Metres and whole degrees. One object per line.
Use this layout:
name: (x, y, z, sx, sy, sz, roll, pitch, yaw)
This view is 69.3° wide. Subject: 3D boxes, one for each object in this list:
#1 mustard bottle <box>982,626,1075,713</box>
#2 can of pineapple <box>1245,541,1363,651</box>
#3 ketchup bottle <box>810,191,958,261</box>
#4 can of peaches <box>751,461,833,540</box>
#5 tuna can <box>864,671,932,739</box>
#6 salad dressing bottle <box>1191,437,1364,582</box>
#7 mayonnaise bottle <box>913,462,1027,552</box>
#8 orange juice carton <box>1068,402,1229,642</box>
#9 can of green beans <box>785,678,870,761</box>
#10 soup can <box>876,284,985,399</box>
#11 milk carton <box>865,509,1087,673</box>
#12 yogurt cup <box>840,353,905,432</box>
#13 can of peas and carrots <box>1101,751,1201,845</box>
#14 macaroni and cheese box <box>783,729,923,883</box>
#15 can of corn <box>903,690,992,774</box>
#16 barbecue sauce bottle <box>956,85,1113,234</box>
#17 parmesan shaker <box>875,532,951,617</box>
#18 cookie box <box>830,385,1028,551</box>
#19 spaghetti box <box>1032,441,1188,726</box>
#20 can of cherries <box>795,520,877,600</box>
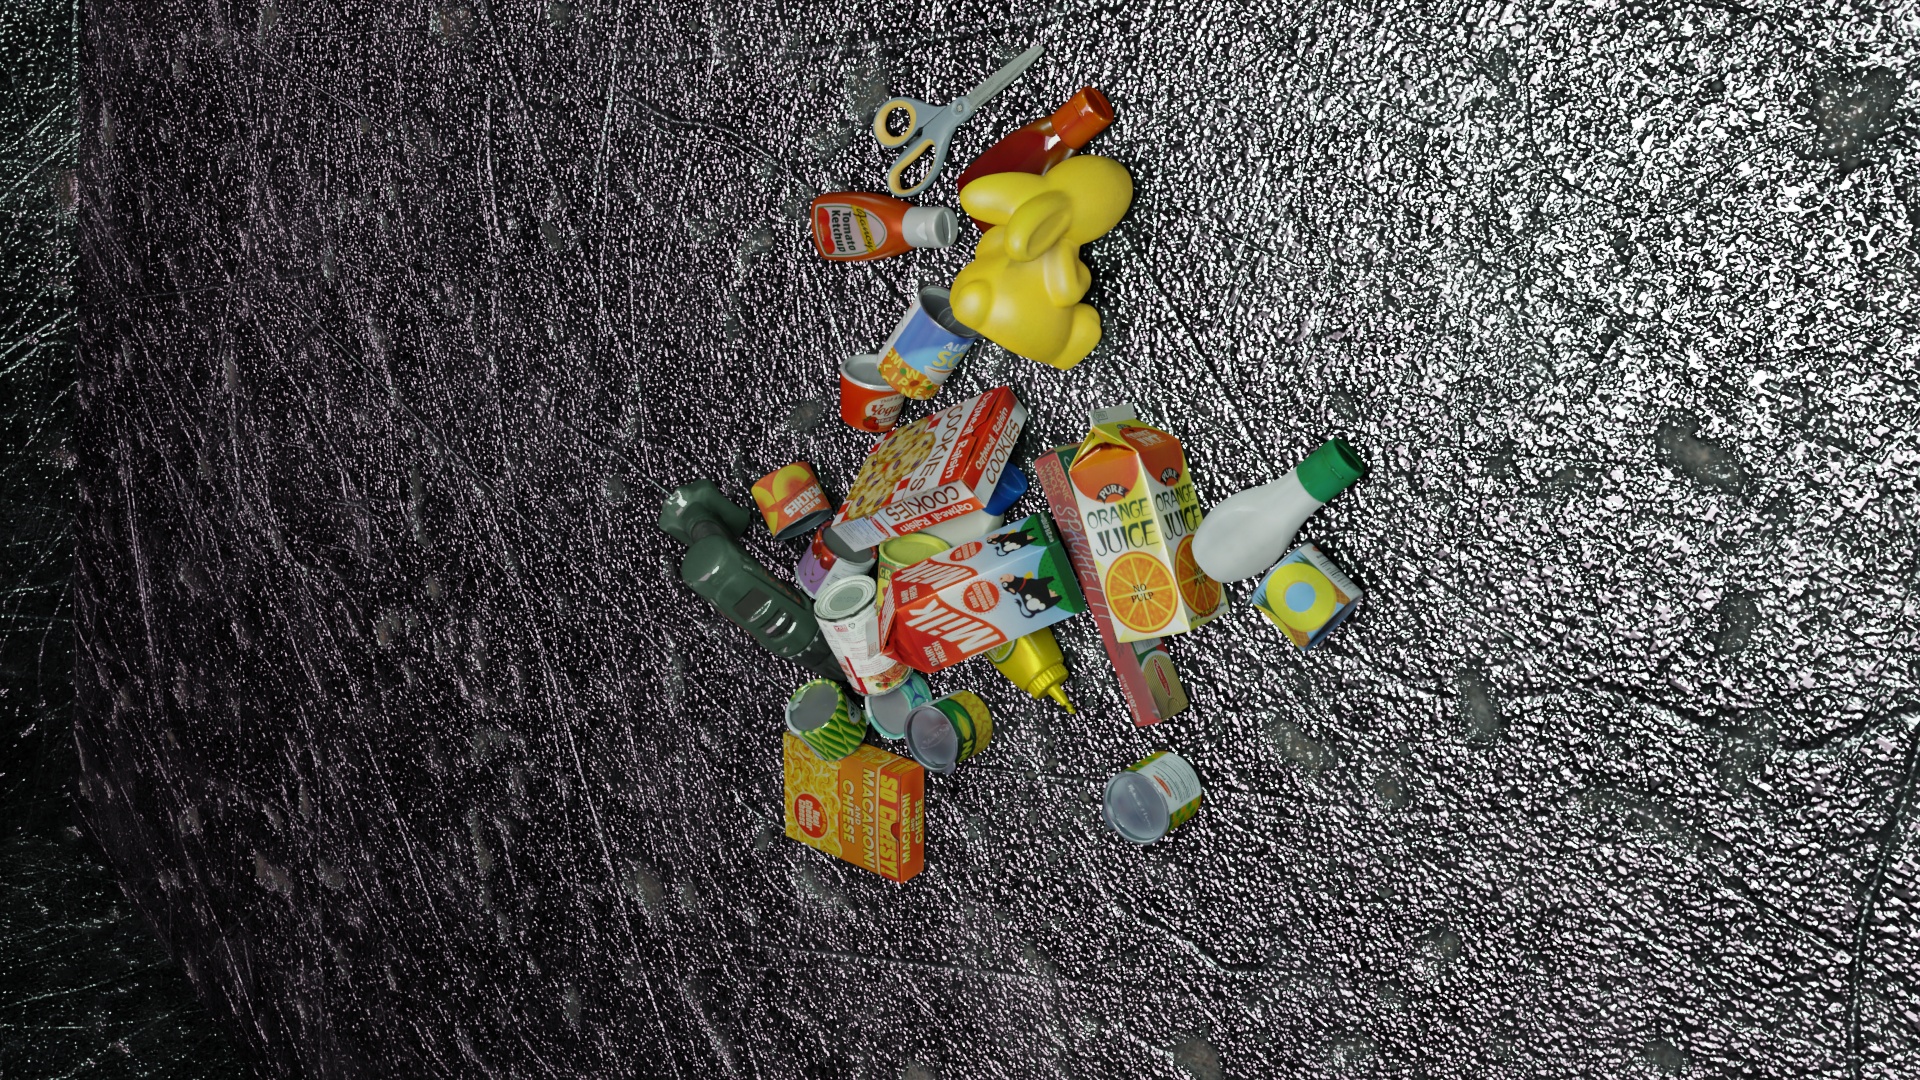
mustard bottle: (0.055, 0.095, 1.273, 0.160, 0.049, 0.065, 51, 130, 18)
can of pineapple: (0.267, 0.045, 1.076, 0.058, 0.071, 0.070, 47, 126, 20)
ketchup bottle: (-0.070, -0.290, 1.282, 0.149, 0.044, 0.064, 10, 119, 37)
can of peaches: (-0.171, -0.041, 1.410, 0.071, 0.071, 0.058, -35, 78, 39)
tuna can: (-0.060, 0.165, 1.395, 0.071, 0.033, 0.071, 11, 108, 37)
salad dressing bottle: (0.248, -0.024, 1.088, 0.064, 0.044, 0.147, 45, 124, -6)
mayonnaise bottle: (0.005, -0.016, 1.292, 0.147, 0.041, 0.065, -44, 78, 36)
orange juice carton: (0.151, -0.019, 1.151, 0.073, 0.072, 0.192, -16, 91, 40)
can of green beans: (-0.138, 0.184, 1.426, 0.071, 0.071, 0.057, 13, 151, 36)
soup can: (-0.027, -0.177, 1.262, 0.071, 0.071, 0.083, 52, 128, 17)
milk carton: (0.005, 0.052, 1.207, 0.190, 0.072, 0.073, -22, 115, 4)
yogurt cup: (-0.083, -0.139, 1.319, 0.072, 0.073, 0.053, 32, 128, 29)
can of peas and carrots: (0.166, 0.224, 1.208, 0.071, 0.059, 0.070, 11, 108, 37)
macaroni and cheese box: (-0.114, 0.275, 1.461, 0.166, 0.040, 0.123, 12, 109, 37)
can of corn: (-0.010, 0.185, 1.341, 0.071, 0.058, 0.071, 11, 108, 37)
barbecue sauce bottle: (0.063, -0.321, 1.166, 0.148, 0.044, 0.065, -33, 80, 39)
parmesan shaker: (-0.042, 0.054, 1.282, 0.071, 0.071, 0.102, 24, 122, 33)
cookie box: (-0.029, -0.064, 1.254, 0.167, 0.123, 0.040, -18, 126, 40)
spaghetti box: (0.129, 0.036, 1.197, 0.028, 0.050, 0.250, -25, 85, 39)
can of cherries: (-0.125, 0.020, 1.390, 0.071, 0.072, 0.058, 46, 125, 21)
